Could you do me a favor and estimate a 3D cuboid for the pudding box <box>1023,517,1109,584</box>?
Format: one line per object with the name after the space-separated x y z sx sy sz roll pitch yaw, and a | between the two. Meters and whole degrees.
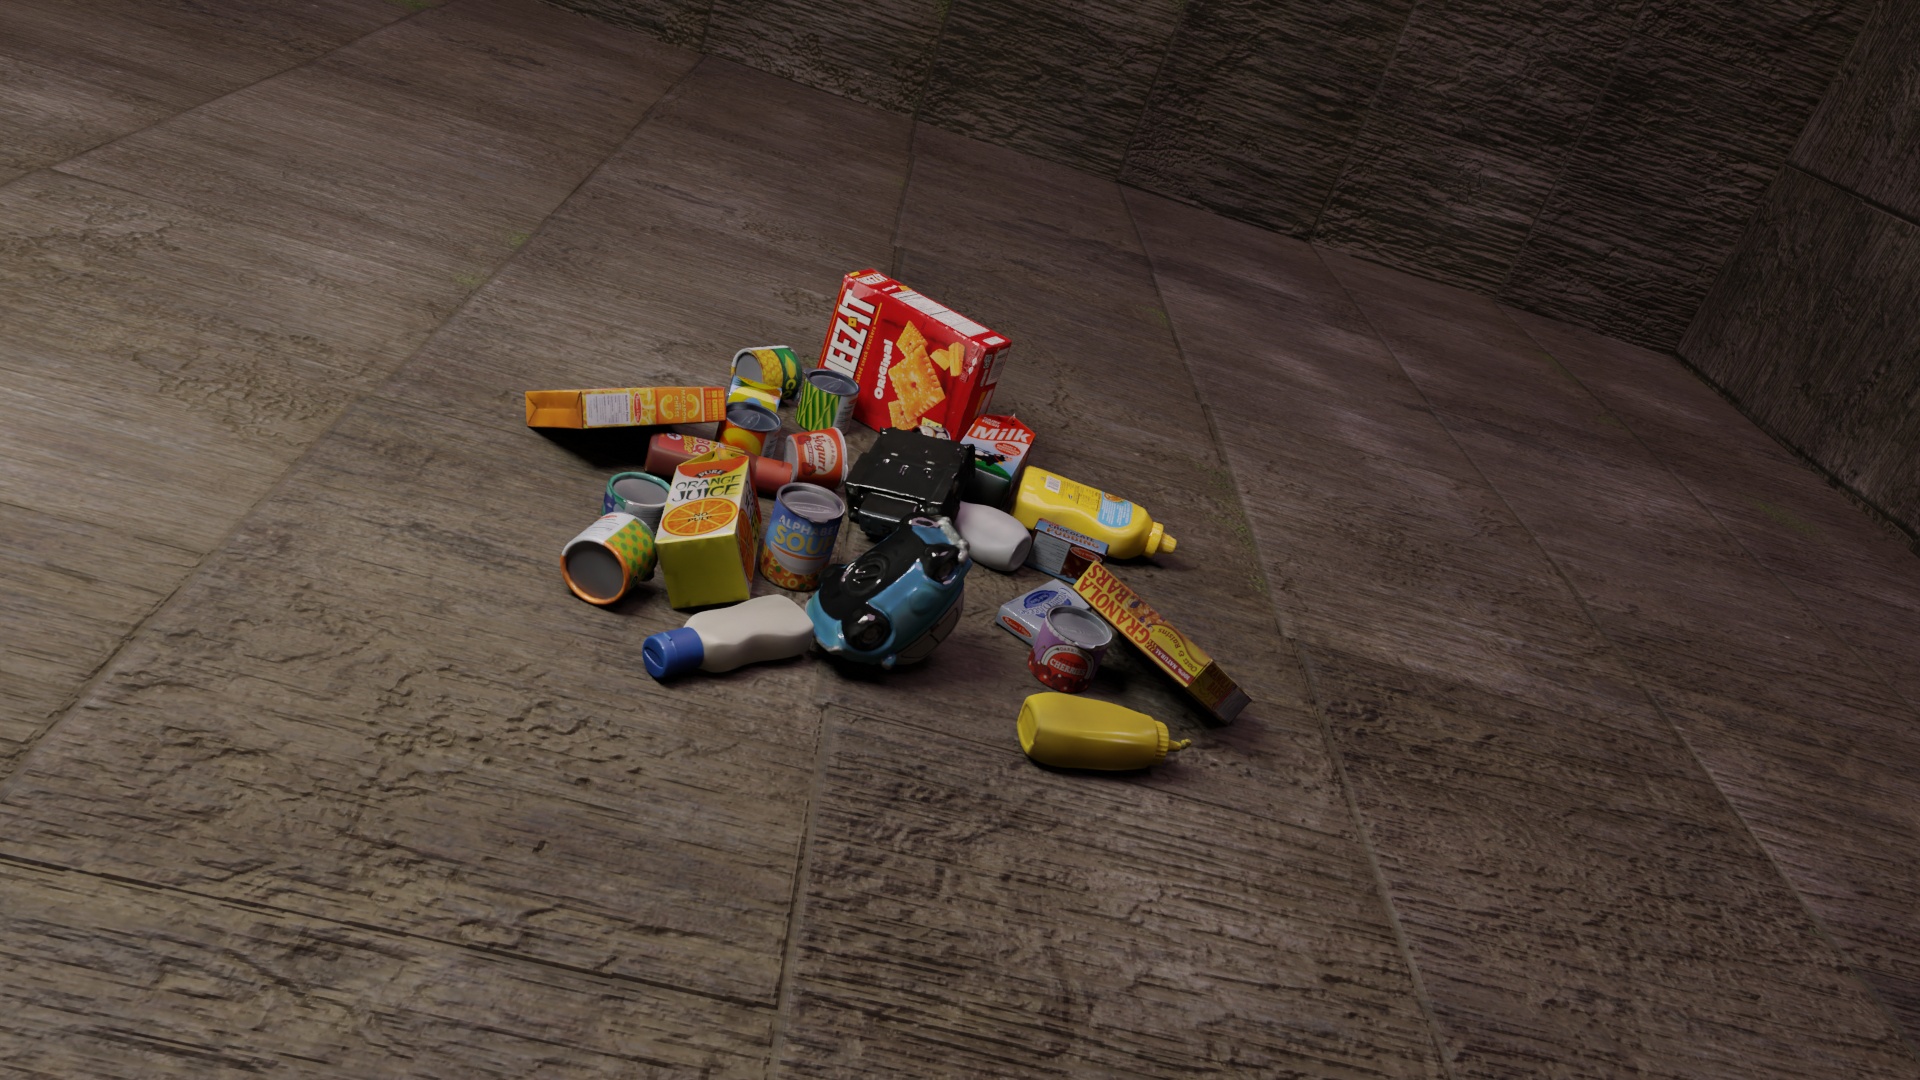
0.114 0.015 1.504 0.084 0.049 0.030 21 29 6 | pudding box

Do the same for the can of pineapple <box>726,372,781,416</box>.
-0.236 -0.149 1.561 0.058 0.070 0.071 15 27 -11 | can of pineapple

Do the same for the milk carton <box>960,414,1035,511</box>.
0.034 -0.087 1.616 0.073 0.072 0.191 22 27 5 | milk carton

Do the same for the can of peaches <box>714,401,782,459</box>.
-0.234 -0.111 1.504 0.071 0.057 0.071 15 28 -8 | can of peaches

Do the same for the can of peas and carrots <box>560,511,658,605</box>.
-0.306 0.018 1.217 0.071 0.070 0.059 23 28 7 | can of peas and carrots

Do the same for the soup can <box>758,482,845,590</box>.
-0.152 -0.002 1.328 0.071 0.083 0.072 15 28 -8 | soup can

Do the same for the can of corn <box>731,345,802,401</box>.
-0.230 -0.196 1.656 0.058 0.070 0.071 -12 41 -45 | can of corn

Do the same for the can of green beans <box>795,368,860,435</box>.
-0.158 -0.163 1.648 0.071 0.057 0.071 15 28 -8 | can of green beans

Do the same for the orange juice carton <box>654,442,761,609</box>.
-0.230 -0.019 1.300 0.073 0.071 0.193 -7 30 1 | orange juice carton

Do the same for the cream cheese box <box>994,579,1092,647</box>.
0.086 0.074 1.406 0.053 0.024 0.104 34 31 24 | cream cheese box

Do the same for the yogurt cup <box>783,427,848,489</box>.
-0.159 -0.088 1.506 0.054 0.072 0.072 -4 34 -24 | yogurt cup

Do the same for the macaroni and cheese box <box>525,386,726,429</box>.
-0.349 -0.139 1.452 0.167 0.040 0.123 -7 10 -42 | macaroni and cheese box

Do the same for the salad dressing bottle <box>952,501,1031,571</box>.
0.005 -0.019 1.502 0.148 0.043 0.064 29 51 24 | salad dressing bottle

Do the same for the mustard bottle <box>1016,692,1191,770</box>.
0.132 0.174 1.226 0.160 0.048 0.065 11 29 -17 | mustard bottle

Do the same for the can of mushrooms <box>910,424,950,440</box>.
-0.039 -0.101 1.599 0.033 0.070 0.071 5 30 -23 | can of mushrooms

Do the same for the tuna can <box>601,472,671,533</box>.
-0.313 -0.038 1.347 0.071 0.032 0.071 15 28 -8 | tuna can

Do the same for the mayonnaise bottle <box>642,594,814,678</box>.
-0.200 0.084 1.189 0.148 0.041 0.065 -13 38 -44 | mayonnaise bottle

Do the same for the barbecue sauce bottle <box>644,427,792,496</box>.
-0.252 -0.079 1.449 0.149 0.043 0.065 13 23 -14 | barbecue sauce bottle

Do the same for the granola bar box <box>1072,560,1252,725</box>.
0.195 0.100 1.349 0.166 0.039 0.124 42 1 37 | granola bar box

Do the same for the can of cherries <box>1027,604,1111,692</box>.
0.103 0.104 1.325 0.071 0.058 0.072 16 27 -8 | can of cherries
